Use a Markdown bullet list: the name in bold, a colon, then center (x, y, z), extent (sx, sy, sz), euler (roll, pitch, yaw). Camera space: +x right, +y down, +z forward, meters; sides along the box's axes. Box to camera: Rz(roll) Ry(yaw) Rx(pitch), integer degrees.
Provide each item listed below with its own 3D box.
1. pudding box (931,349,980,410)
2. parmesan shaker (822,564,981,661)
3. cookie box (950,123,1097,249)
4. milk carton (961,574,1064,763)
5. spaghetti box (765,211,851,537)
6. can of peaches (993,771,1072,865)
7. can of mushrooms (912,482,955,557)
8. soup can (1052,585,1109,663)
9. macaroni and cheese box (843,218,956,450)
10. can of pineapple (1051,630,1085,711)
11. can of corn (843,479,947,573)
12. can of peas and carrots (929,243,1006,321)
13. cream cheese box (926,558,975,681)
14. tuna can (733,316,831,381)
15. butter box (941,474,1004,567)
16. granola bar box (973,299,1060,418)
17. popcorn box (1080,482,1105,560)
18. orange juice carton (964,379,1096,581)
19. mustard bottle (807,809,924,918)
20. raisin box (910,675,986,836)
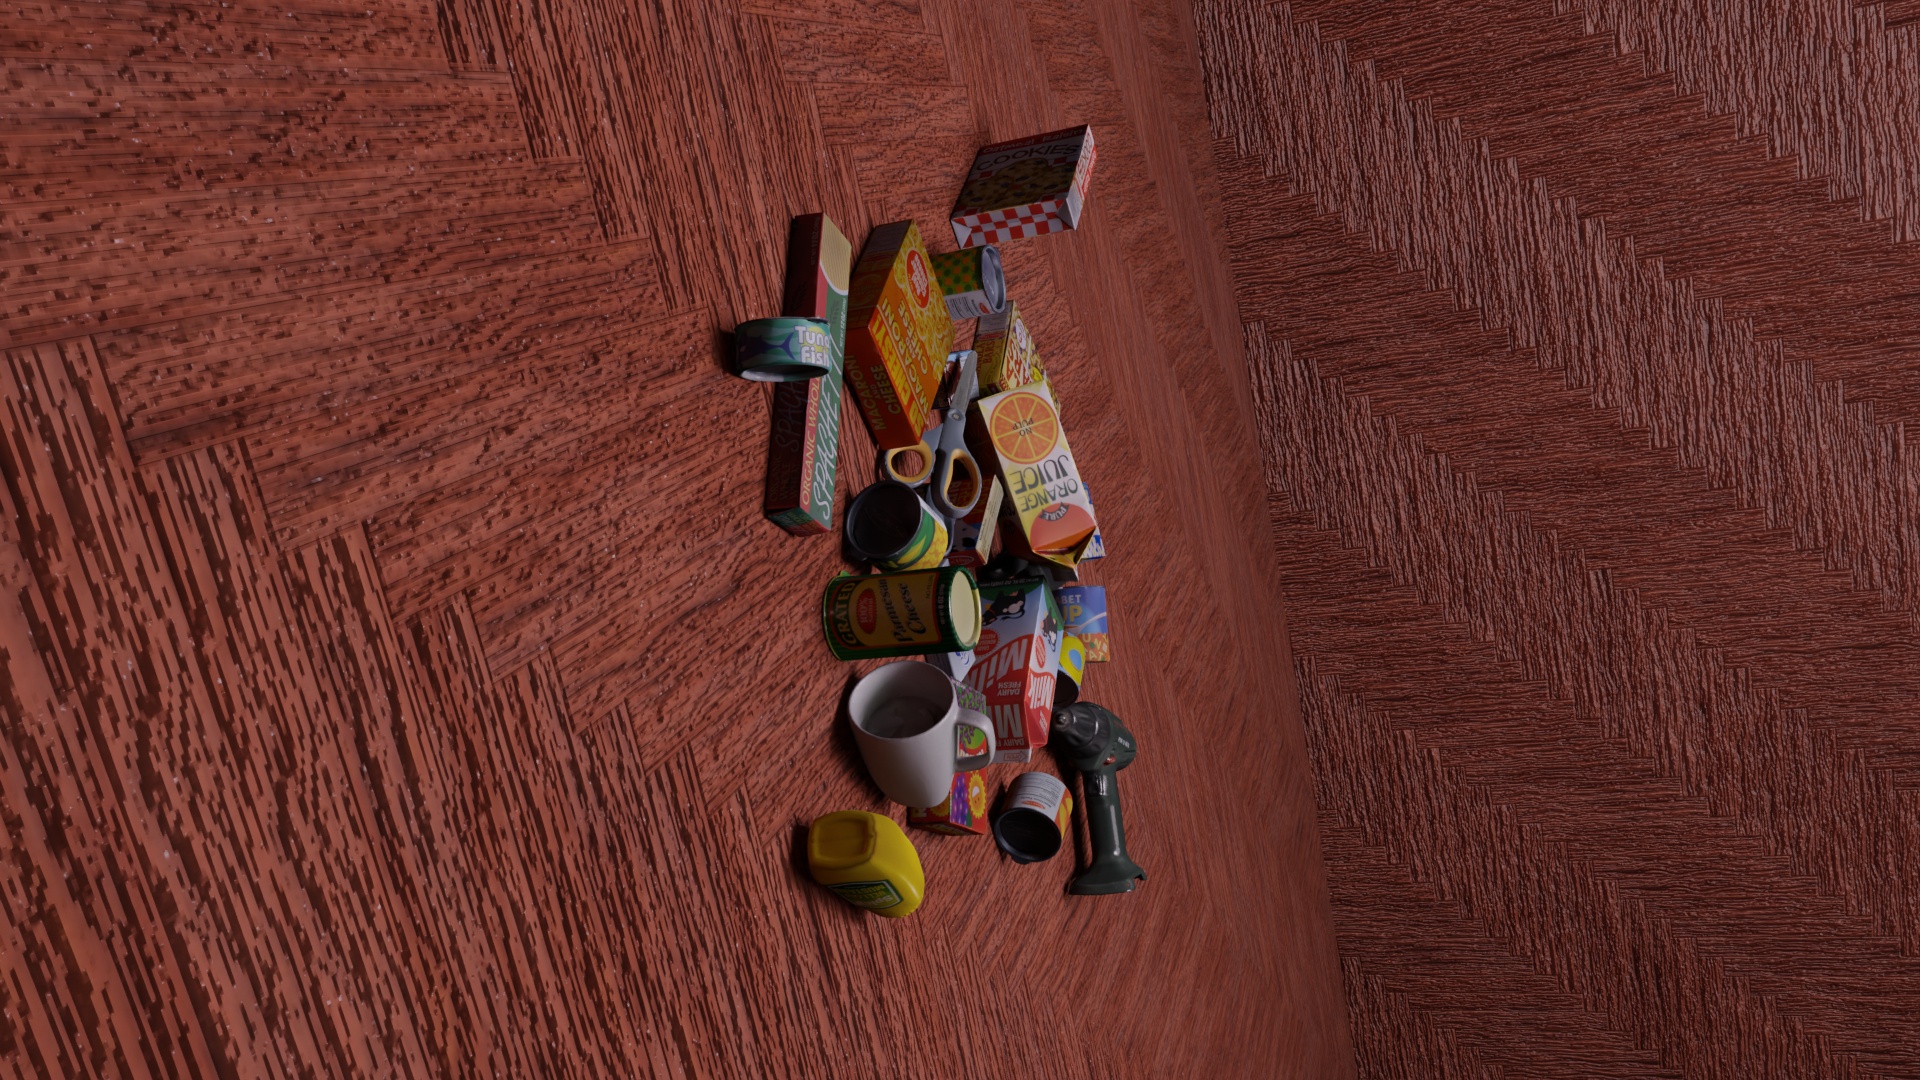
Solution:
- **pudding box**: center (-0.011, -0.151, 1.299), extent (0.084, 0.030, 0.049), euler (-31, 113, -67)
- **parmesan shaker**: center (-0.043, 0.052, 1.049), extent (0.071, 0.103, 0.071), euler (-8, 91, -69)
- **cookie box**: center (0.069, -0.368, 1.443), extent (0.168, 0.123, 0.040), euler (-73, 150, -47)
- **milk carton**: center (0.044, 0.128, 1.297), extent (0.191, 0.072, 0.073), euler (-77, 152, -42)
- **spaghetti box**: center (-0.111, -0.126, 1.032), extent (0.050, 0.028, 0.251), euler (43, 44, -58)
- **can of peaches**: center (0.070, 0.266, 1.334), extent (0.058, 0.071, 0.071), euler (-61, 140, -57)
- **can of mushrooms**: center (-0.031, -0.017, 1.200), extent (0.071, 0.033, 0.071), euler (-8, 91, -69)
- **soup can**: center (0.128, 0.094, 1.538), extent (0.071, 0.071, 0.084), euler (17, 68, -67)
- **macaroni and cheese box**: center (-0.054, -0.176, 1.179), extent (0.167, 0.040, 0.123), euler (-74, 150, -46)
- **can of pineapple**: center (0.092, 0.132, 1.431), extent (0.058, 0.071, 0.070), euler (-73, 149, -47)
- **can of corn**: center (-0.052, -0.004, 1.101), extent (0.058, 0.071, 0.071), euler (45, 43, -59)
- **can of peas and carrots**: center (0.006, -0.248, 1.332), extent (0.071, 0.058, 0.071), euler (-8, 91, -70)
- **cream cheese box**: center (-0.017, 0.074, 1.223), extent (0.053, 0.024, 0.103), euler (-53, 133, -59)
- **tuna can**: center (-0.119, -0.131, 0.953), extent (0.071, 0.071, 0.033), euler (7, 79, -69)
- **butter box**: center (0.005, -0.016, 1.266), extent (0.104, 0.053, 0.024), euler (-75, 148, -45)
- **granola bar box**: center (0.059, -0.152, 1.469), extent (0.165, 0.039, 0.125), euler (60, 31, -45)
- **popcorn box**: center (0.113, -0.018, 1.461), extent (0.127, 0.038, 0.085), euler (-1, 77, -71)
- **orange juice carton**: center (0.070, -0.050, 1.333), extent (0.192, 0.073, 0.071), euler (70, -17, -2)
- **mustard bottle**: center (-0.059, 0.242, 1.010), extent (0.159, 0.065, 0.049), euler (59, 27, -55)
- **raisin box**: center (-0.010, 0.186, 1.186), extent (0.086, 0.040, 0.124), euler (40, 46, -62)
